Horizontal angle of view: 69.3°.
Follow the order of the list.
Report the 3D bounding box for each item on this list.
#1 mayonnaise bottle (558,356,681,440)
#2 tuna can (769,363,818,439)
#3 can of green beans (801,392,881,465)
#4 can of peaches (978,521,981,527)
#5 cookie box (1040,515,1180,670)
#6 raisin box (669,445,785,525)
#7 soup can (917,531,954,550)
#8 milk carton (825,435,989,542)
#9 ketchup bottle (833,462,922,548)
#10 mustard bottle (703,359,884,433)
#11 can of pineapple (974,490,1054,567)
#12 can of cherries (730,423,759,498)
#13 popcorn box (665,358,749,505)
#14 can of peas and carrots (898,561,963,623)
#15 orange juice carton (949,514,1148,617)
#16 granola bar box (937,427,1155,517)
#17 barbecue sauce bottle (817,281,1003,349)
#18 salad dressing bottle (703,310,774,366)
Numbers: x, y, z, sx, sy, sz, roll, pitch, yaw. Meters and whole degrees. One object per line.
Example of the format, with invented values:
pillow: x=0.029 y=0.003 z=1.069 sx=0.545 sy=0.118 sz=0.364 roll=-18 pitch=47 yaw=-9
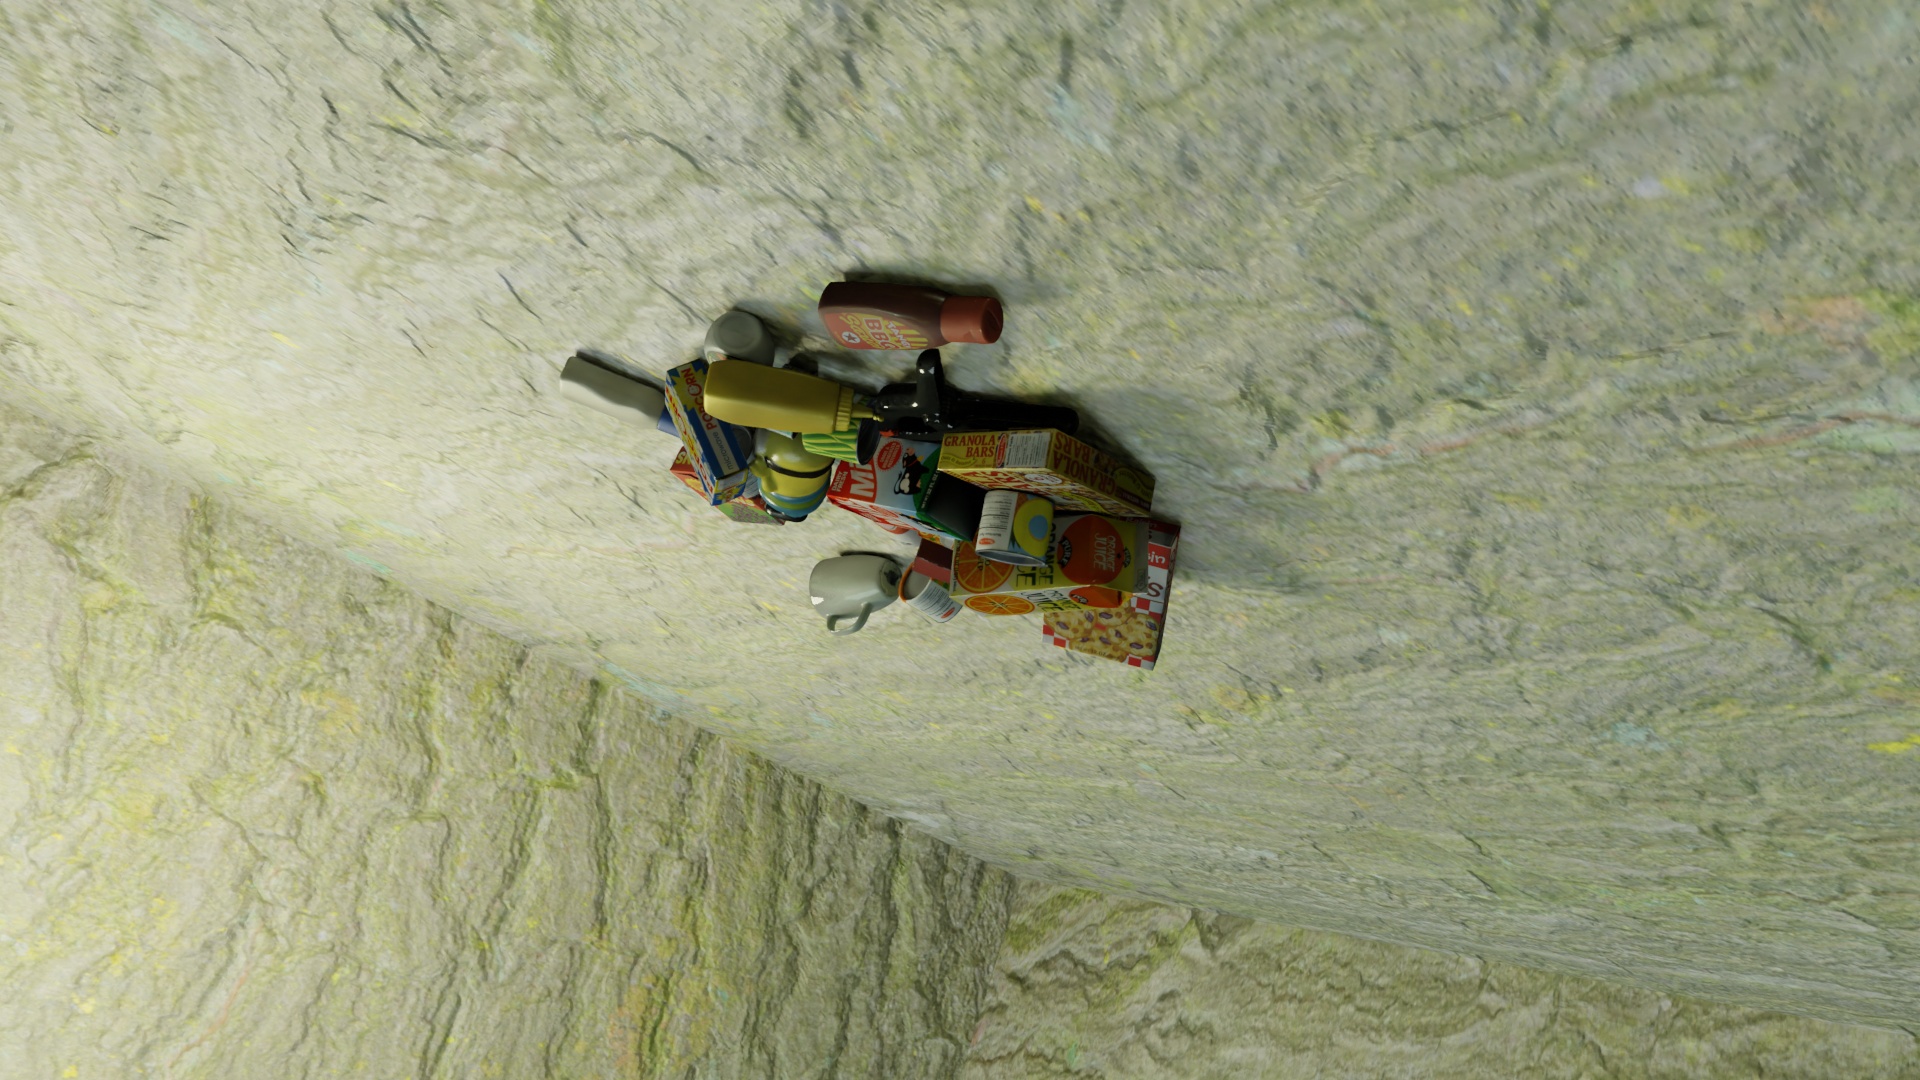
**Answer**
mayonnaise bottle: x=-0.352 y=-0.149 z=1.486 sx=0.148 sy=0.041 sz=0.064 roll=21 pitch=162 yaw=-6
tuna can: x=-0.160 y=-0.134 z=1.309 sx=0.033 sy=0.071 sz=0.071 roll=21 pitch=160 yaw=-1
can of green beans: x=-0.111 y=-0.110 z=1.321 sx=0.058 sy=0.071 sz=0.071 roll=15 pitch=160 yaw=14
can of peaches: x=0.033 y=-0.040 z=1.381 sx=0.071 sy=0.058 sz=0.071 roll=17 pitch=160 yaw=6
cookie box: x=0.151 y=0.045 z=1.413 sx=0.123 sy=0.040 sz=0.166 roll=14 pitch=129 yaw=15
raisin box: x=-0.268 y=-0.064 z=1.632 sx=0.086 sy=0.040 sz=0.123 roll=6 pitch=156 yaw=35
soup can: x=0.005 y=-0.018 z=1.447 sx=0.084 sy=0.071 sz=0.071 roll=22 pitch=160 yaw=-6
milk carton: x=-0.062 y=-0.056 z=1.370 sx=0.190 sy=0.072 sz=0.073 roll=13 pitch=167 yaw=46
ketchup bottle: x=-0.079 y=-0.040 z=1.511 sx=0.065 sy=0.044 sz=0.148 roll=8 pitch=158 yaw=27
mustard bottle: x=-0.147 y=-0.125 z=1.246 sx=0.160 sy=0.049 sz=0.065 roll=9 pitch=163 yaw=-7
can of pineapple: x=0.052 y=-0.010 z=1.280 sx=0.071 sy=0.058 sz=0.071 roll=10 pitch=171 yaw=2
can of cherries: x=-0.244 y=-0.088 z=1.509 sx=0.071 sy=0.072 sz=0.058 roll=10 pitch=159 yaw=25
popcorn box: x=-0.255 y=-0.107 z=1.393 sx=0.038 sy=0.127 sz=0.085 roll=-22 pitch=169 yaw=-18
can of peas and carrots: x=-0.033 y=0.058 z=1.696 sx=0.058 sy=0.071 sz=0.071 roll=33 pitch=156 yaw=-32
orange juice carton: x=0.090 y=0.025 z=1.332 sx=0.192 sy=0.072 sz=0.073 roll=-6 pitch=158 yaw=28
granola bar box: x=0.080 y=-0.060 z=1.258 sx=0.124 sy=0.039 sz=0.165 roll=2 pitch=168 yaw=40
barbecue sauce bottle: x=-0.038 y=-0.178 z=1.106 sx=0.148 sy=0.044 sz=0.064 roll=7 pitch=156 yaw=30
salad dressing bottle: x=-0.205 y=-0.162 z=1.304 sx=0.064 sy=0.044 sz=0.147 roll=16 pitch=161 yaw=0
